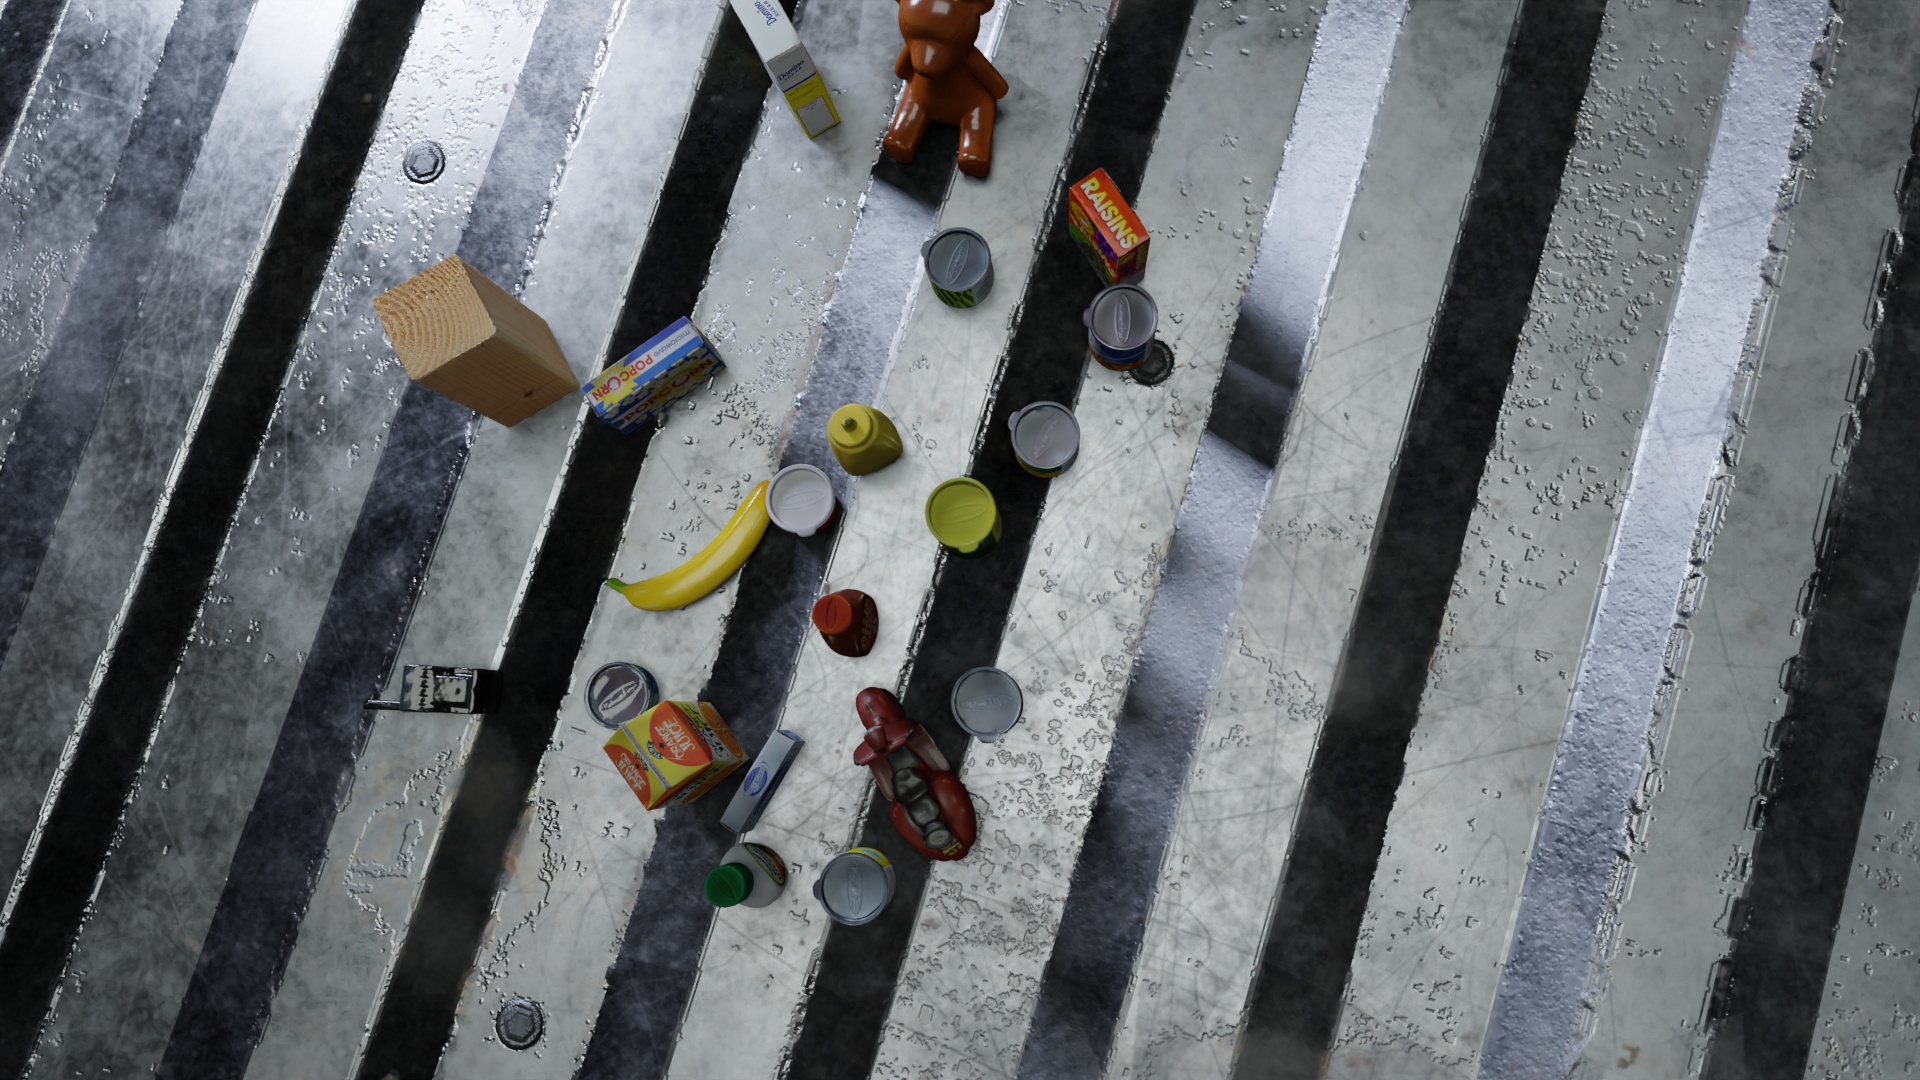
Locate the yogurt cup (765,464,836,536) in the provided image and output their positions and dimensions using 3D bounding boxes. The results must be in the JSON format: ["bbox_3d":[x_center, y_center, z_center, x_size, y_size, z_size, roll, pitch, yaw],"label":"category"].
[{"bbox_3d":[-0.153,-0.037,1.369,0.072,0.054,0.072,-1,82,5],"label":"yogurt cup"}]

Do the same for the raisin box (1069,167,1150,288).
[{"bbox_3d":[0.144,-0.297,1.347,0.040,0.123,0.086,-32,81,0],"label":"raisin box"}]

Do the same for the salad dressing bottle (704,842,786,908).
[{"bbox_3d":[-0.198,0.310,1.275,0.044,0.147,0.064,-42,81,-2],"label":"salad dressing bottle"}]

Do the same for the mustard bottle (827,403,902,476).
[{"bbox_3d":[-0.095,-0.100,1.320,0.065,0.160,0.049,-27,81,1],"label":"mustard bottle"}]

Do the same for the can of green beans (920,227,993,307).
[{"bbox_3d":[-0.001,-0.272,1.389,0.071,0.058,0.071,-1,82,5],"label":"can of green beans"}]

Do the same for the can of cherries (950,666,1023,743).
[{"bbox_3d":[0.026,0.157,1.324,0.071,0.058,0.071,-1,82,5],"label":"can of cherries"}]

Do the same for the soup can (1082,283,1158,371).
[{"bbox_3d":[0.155,-0.207,1.353,0.071,0.083,0.071,-1,82,5],"label":"soup can"}]

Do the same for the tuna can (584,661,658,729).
[{"bbox_3d":[-0.331,0.155,1.366,0.071,0.033,0.071,-1,82,5],"label":"tuna can"}]

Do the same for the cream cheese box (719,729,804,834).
[{"bbox_3d":[-0.189,0.230,1.333,0.024,0.053,0.104,30,85,8],"label":"cream cheese box"}]

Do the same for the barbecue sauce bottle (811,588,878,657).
[{"bbox_3d":[-0.108,0.075,1.301,0.044,0.148,0.065,4,83,5],"label":"barbecue sauce bottle"}]

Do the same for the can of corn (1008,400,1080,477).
[{"bbox_3d":[0.082,-0.099,1.357,0.071,0.058,0.071,-1,82,5],"label":"can of corn"}]

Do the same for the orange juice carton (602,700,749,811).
[{"bbox_3d":[-0.263,0.195,1.274,0.073,0.192,0.072,-37,81,-1],"label":"orange juice carton"}]

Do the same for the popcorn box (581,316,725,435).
[{"bbox_3d":[-0.304,-0.163,1.384,0.127,0.085,0.038,-35,81,-1],"label":"popcorn box"}]

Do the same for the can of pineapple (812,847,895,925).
[{"bbox_3d":[-0.098,0.324,1.310,0.071,0.058,0.071,-1,82,5],"label":"can of pineapple"}]

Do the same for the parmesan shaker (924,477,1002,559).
[{"bbox_3d":[0.005,-0.017,1.328,0.071,0.103,0.071,-1,82,5],"label":"parmesan shaker"}]
